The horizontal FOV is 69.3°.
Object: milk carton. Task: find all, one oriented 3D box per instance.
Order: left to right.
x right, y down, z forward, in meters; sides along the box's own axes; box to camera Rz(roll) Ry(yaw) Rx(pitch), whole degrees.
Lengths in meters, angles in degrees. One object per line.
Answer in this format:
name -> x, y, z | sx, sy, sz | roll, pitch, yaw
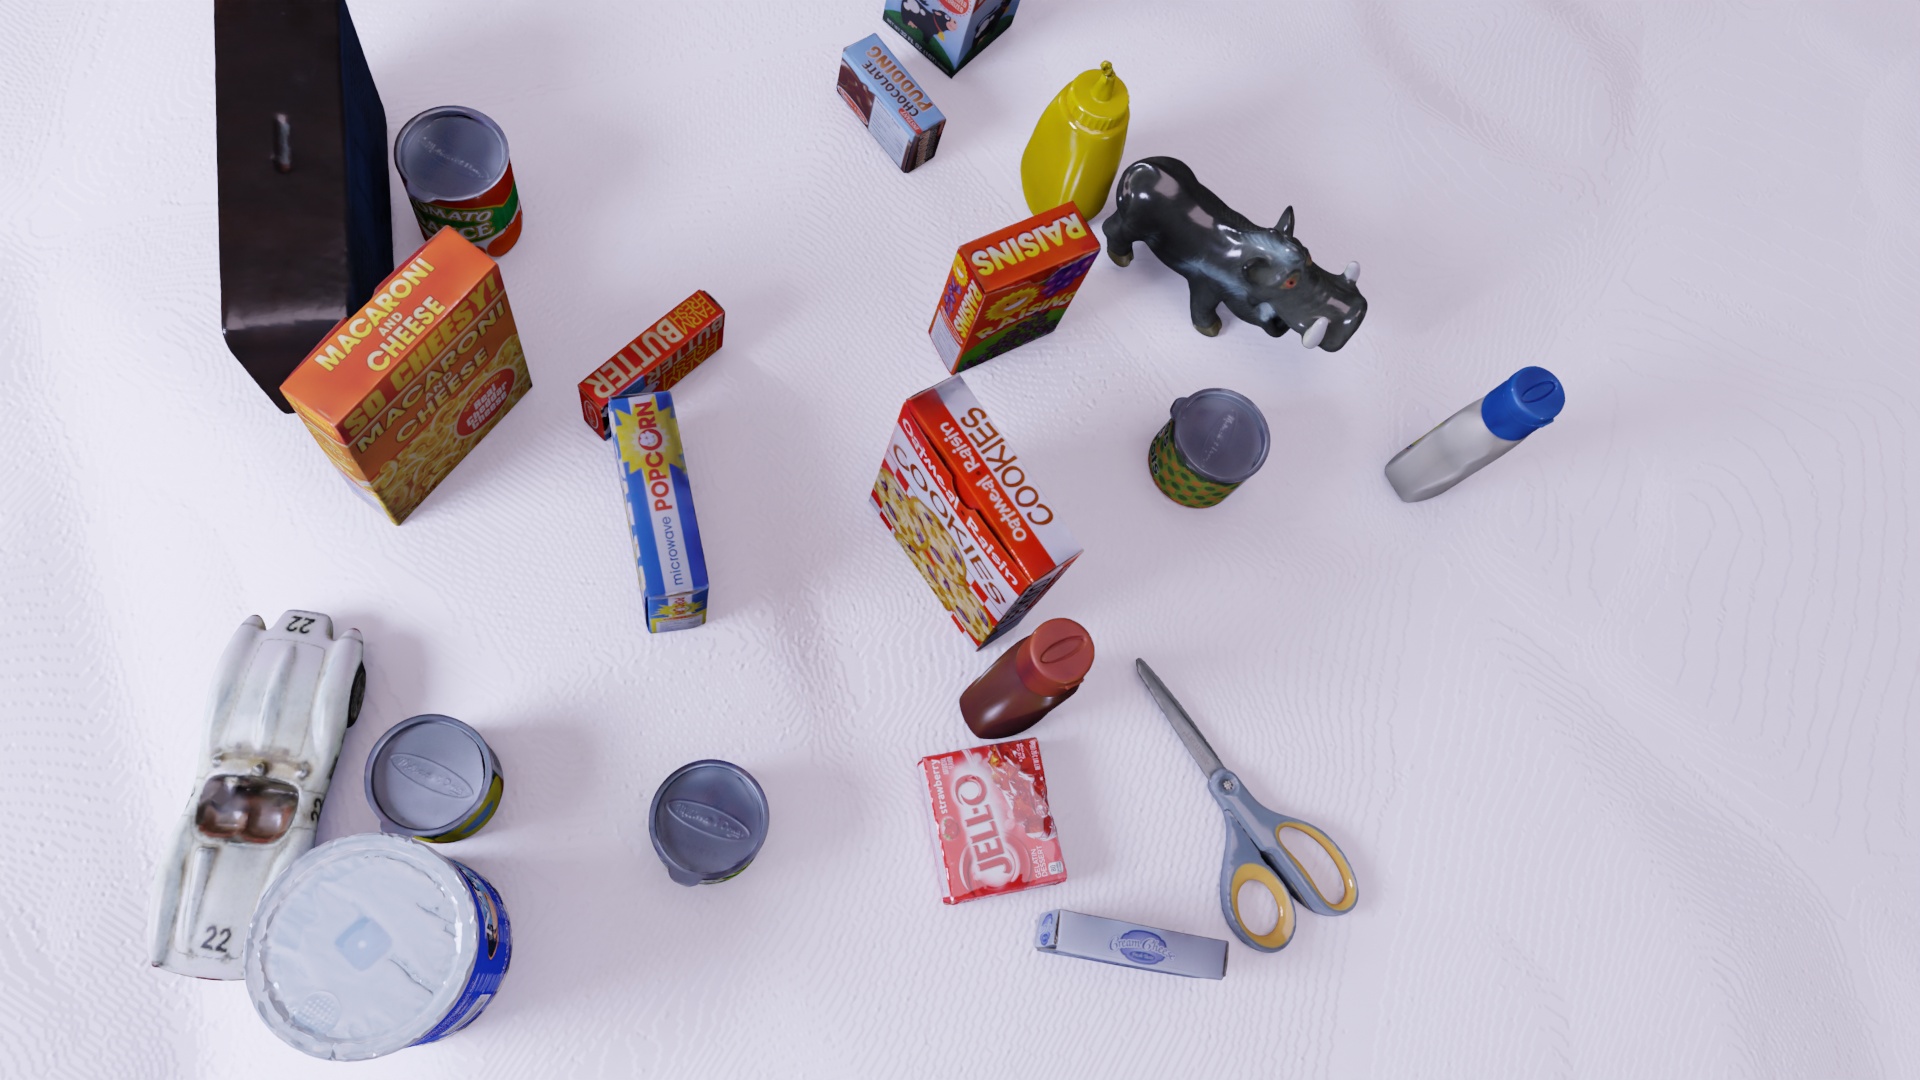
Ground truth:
milk carton -> 0.008, -0.410, 0.940 | 0.072, 0.190, 0.074 | 41, 70, 4

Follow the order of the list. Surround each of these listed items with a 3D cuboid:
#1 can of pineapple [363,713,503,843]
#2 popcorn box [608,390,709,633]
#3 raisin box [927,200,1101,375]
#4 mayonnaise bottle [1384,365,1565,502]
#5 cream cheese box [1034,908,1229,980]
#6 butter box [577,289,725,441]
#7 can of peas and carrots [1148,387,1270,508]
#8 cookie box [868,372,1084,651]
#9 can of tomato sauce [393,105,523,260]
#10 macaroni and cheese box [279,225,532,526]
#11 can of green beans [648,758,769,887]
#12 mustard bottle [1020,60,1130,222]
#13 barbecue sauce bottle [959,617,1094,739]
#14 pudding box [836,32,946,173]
can of pineapple -> -0.294, 0.135, 0.776 | 0.071, 0.057, 0.071 | 3, 72, -10
popcorn box -> -0.180, -0.015, 0.832 | 0.038, 0.085, 0.127 | -10, 75, -14
raisin box -> 0.032, -0.161, 0.899 | 0.086, 0.123, 0.040 | -25, 79, -17
mayonnaise bottle -> 0.340, -0.070, 0.916 | 0.065, 0.147, 0.041 | -25, 79, -17
cream cheese box -> 0.100, 0.239, 0.820 | 0.104, 0.053, 0.024 | 12, 71, -7
butter box -> -0.194, -0.111, 0.877 | 0.024, 0.053, 0.104 | 45, 70, 5
can of peas and carrots -> 0.163, -0.062, 0.927 | 0.071, 0.058, 0.071 | 3, 72, -10
cookie box -> 0.003, -0.010, 0.821 | 0.040, 0.167, 0.123 | -32, 81, -18
can of tomato sauce -> -0.314, -0.220, 0.874 | 0.071, 0.082, 0.071 | 3, 72, -10
macaroni and cheese box -> -0.307, -0.088, 0.788 | 0.040, 0.166, 0.124 | 36, 70, 2
can of green beans -> -0.144, 0.162, 0.795 | 0.071, 0.057, 0.071 | 3, 72, -10
mustard bottle -> 0.081, -0.267, 0.924 | 0.049, 0.159, 0.065 | -23, 78, -17
barbecue sauce bottle -> 0.042, 0.080, 0.809 | 0.065, 0.148, 0.044 | -24, 78, -17
pudding box -> -0.050, -0.305, 0.970 | 0.030, 0.049, 0.084 | -36, 82, -19
